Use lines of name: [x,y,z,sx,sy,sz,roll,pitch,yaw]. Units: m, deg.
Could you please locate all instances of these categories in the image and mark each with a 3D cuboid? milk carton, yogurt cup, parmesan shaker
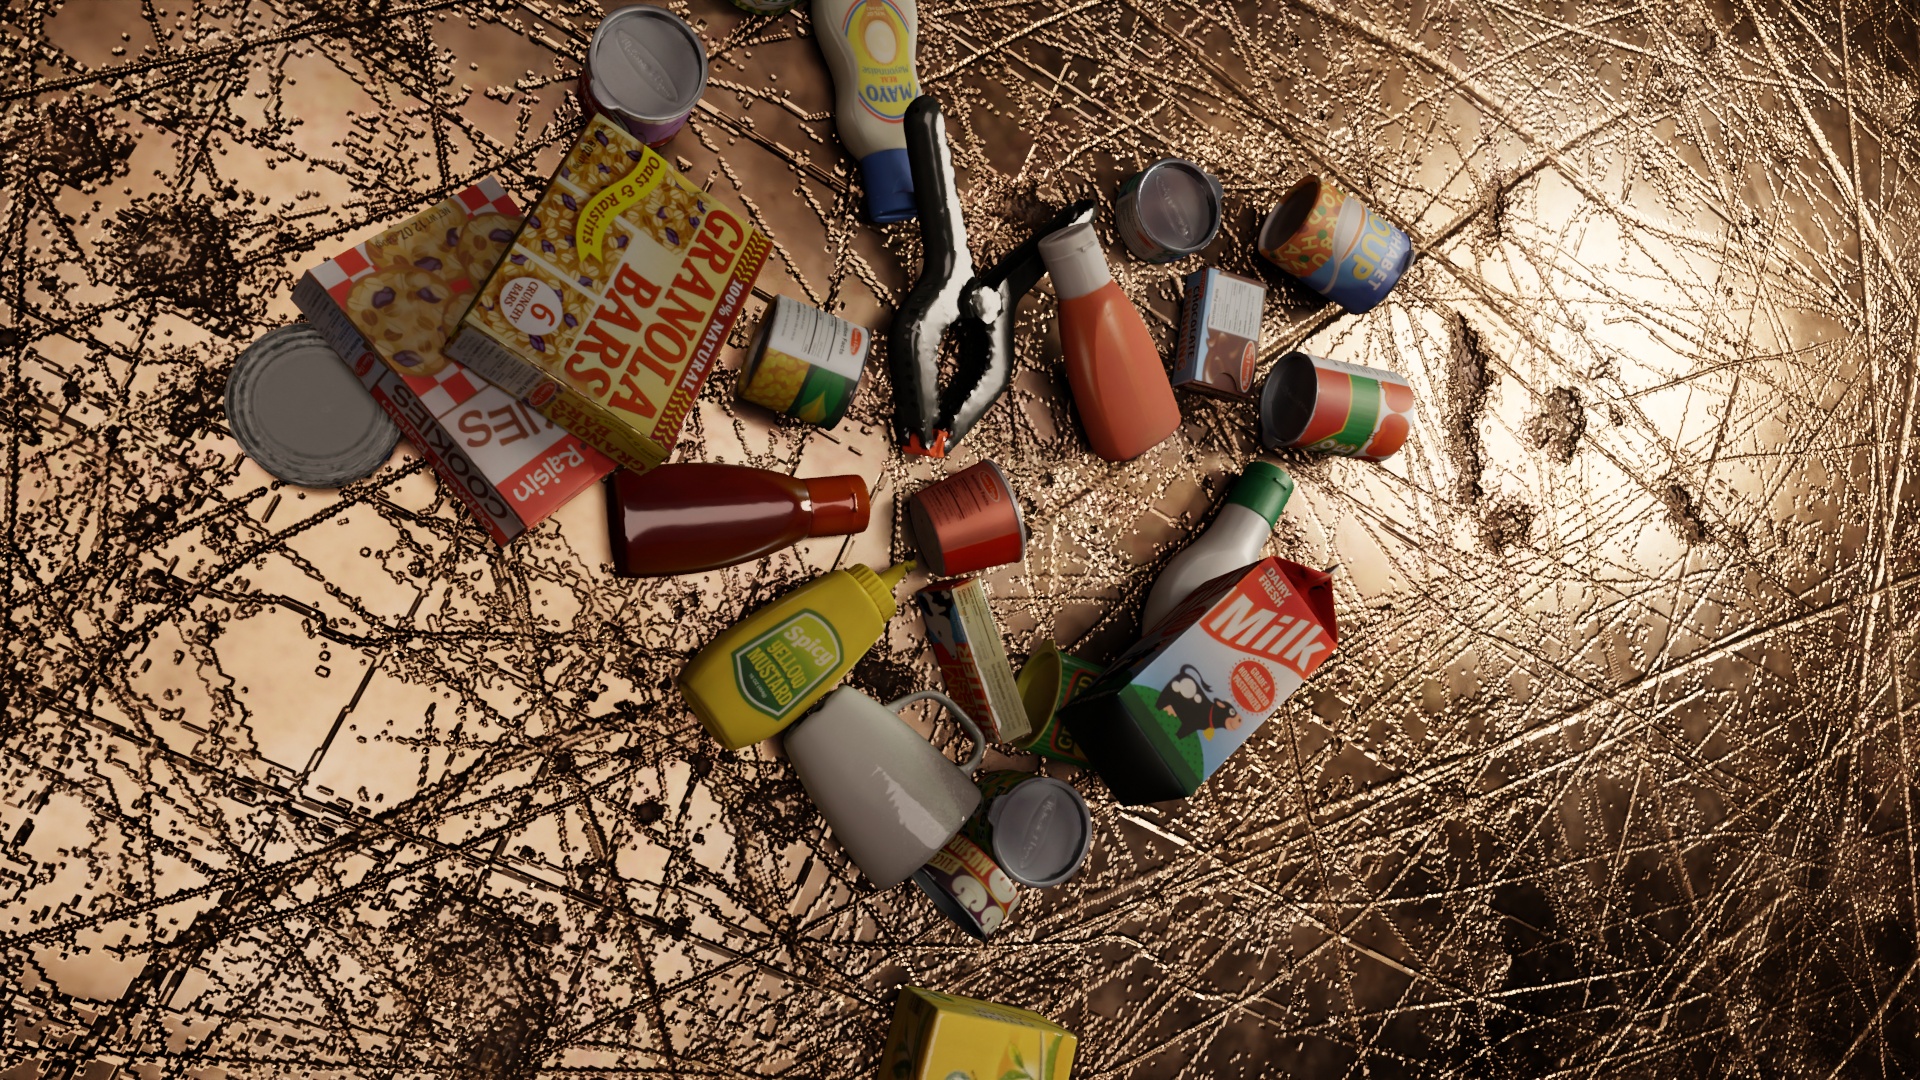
milk carton: [0.157,0.073,0.844,0.191,0.072,0.073,-37,93,-31]
yogurt cup: [0.003,-0.011,0.855,0.054,0.072,0.072,-19,94,-14]
parmesan shaker: [0.091,0.111,0.879,0.103,0.071,0.071,20,79,-20]

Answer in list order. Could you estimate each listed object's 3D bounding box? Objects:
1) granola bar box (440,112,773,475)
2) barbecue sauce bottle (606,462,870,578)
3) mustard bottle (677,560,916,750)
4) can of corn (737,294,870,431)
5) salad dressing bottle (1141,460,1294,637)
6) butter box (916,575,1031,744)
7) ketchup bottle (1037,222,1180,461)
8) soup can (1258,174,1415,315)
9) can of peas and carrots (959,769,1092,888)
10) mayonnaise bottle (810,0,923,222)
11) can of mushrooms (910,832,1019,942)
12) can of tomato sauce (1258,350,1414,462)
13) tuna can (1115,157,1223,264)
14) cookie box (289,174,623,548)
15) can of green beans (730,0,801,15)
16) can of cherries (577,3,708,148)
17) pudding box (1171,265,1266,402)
granola bar box: [-0.186,-0.137,0.762,0.124,0.039,0.166,35,54,-24]
barbecue sauce bottle: [-0.128,-0.016,0.812,0.149,0.043,0.065,-6,89,-23]
mustard bottle: [-0.088,0.056,0.820,0.161,0.048,0.065,-38,102,-20]
can of corn: [-0.094,-0.104,0.822,0.058,0.071,0.071,20,79,-19]
salad dressing bottle: [0.176,0.015,0.934,0.064,0.044,0.148,38,72,-15]
butter box: [0.008,0.074,0.855,0.024,0.053,0.103,-21,95,-25]
ketchup bottle: [0.092,-0.128,0.891,0.065,0.043,0.148,-34,113,-27]
soup can: [0.263,-0.207,0.970,0.084,0.071,0.071,28,77,-18]
can of peas and carrots: [0.037,0.175,0.856,0.071,0.058,0.071,2,85,-21]
mayonnaise bottle: [-0.051,-0.275,0.864,0.065,0.041,0.148,-10,90,-24]
can of mushrooms: [0.001,0.205,0.834,0.033,0.071,0.071,-44,102,-19]
can of tomato sauce: [0.260,-0.090,0.964,0.083,0.071,0.071,8,84,-22]
tuna can: [0.142,-0.224,0.943,0.071,0.033,0.071,2,86,-22]
cookie box: [-0.249,-0.098,0.749,0.167,0.040,0.123,52,49,-10]
can of green beans: [-0.114,-0.359,0.836,0.071,0.057,0.071,2,86,-22]
can of cherries: [-0.186,-0.264,0.799,0.071,0.058,0.071,1,87,-23]
pudding box: [0.177,-0.141,0.953,0.050,0.030,0.084,12,82,-22]
